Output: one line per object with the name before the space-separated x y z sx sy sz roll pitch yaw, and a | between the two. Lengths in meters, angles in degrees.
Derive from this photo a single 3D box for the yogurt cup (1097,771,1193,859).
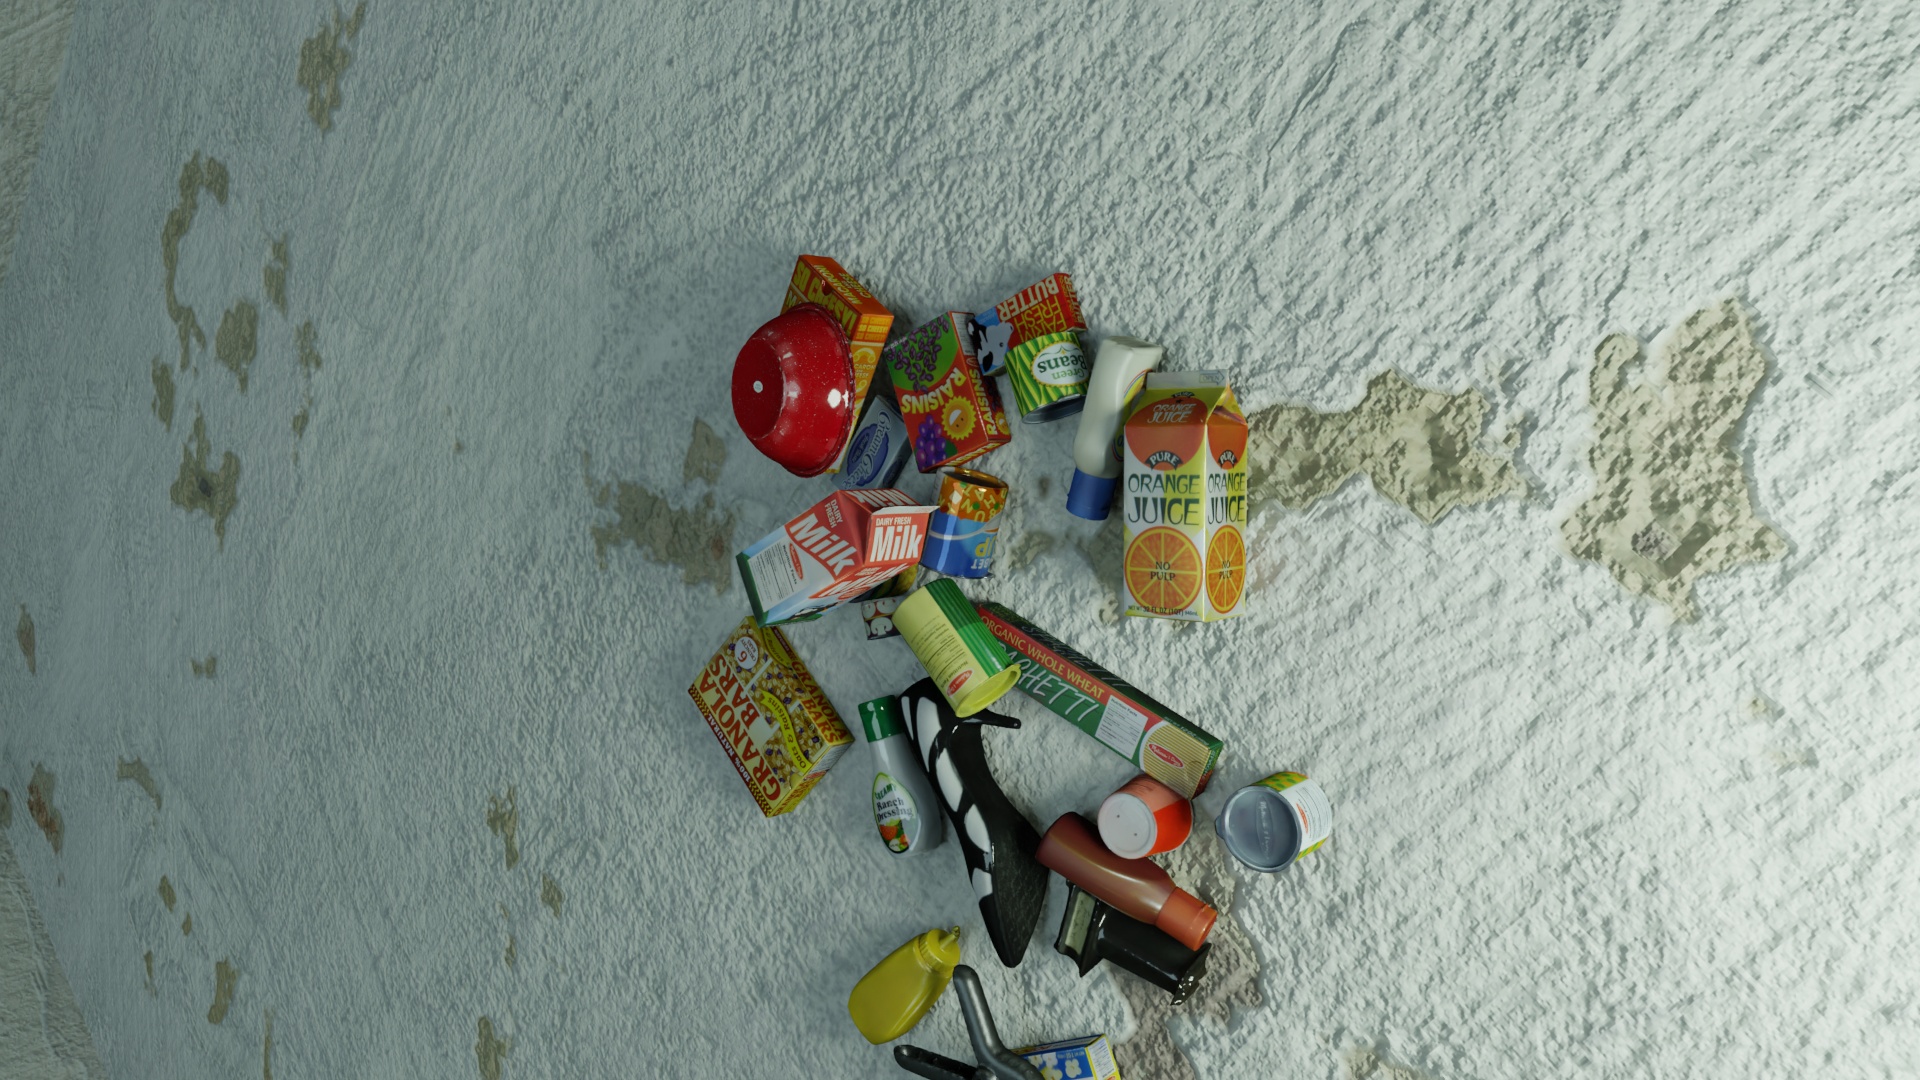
yogurt cup | 0.148 0.226 1.131 0.072 0.054 0.072 3 95 36

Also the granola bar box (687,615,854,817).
granola bar box | -0.194 0.175 1.395 0.123 0.039 0.166 -50 65 29

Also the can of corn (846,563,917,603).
can of corn | -0.081 0.021 1.286 0.071 0.058 0.071 3 95 37

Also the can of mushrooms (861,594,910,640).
can of mushrooms | -0.058 0.070 1.268 0.071 0.071 0.033 -16 84 37

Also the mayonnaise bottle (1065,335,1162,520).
mayonnaise bottle | 0.121 -0.090 1.127 0.041 0.065 0.147 24 112 29

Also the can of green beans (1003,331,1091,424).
can of green beans | 0.075 -0.135 1.153 0.071 0.071 0.058 -22 80 36

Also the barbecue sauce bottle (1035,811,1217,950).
barbecue sauce bottle | 0.138 0.280 1.141 0.149 0.065 0.043 29 110 23

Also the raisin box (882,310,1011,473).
raisin box | -0.013 -0.131 1.237 0.086 0.040 0.123 -23 78 36

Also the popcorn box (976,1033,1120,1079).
popcorn box | 0.082 0.485 1.209 0.126 0.038 0.085 -25 78 36

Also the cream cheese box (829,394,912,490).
cream cheese box | -0.079 -0.080 1.299 0.053 0.024 0.103 44 118 26

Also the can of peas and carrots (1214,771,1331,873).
can of peas and carrots | 0.239 0.214 1.059 0.071 0.059 0.071 3 95 38

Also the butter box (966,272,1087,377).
butter box | 0.056 -0.184 1.190 0.103 0.024 0.053 -24 79 36

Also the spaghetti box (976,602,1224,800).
spaghetti box | 0.106 0.130 1.172 0.250 0.029 0.050 31 112 31

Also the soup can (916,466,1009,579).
soup can | 0.004 -0.015 1.217 0.071 0.071 0.083 24 107 33

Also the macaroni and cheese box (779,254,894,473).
macaroni and cheese box | -0.133 -0.165 1.298 0.124 0.040 0.165 47 126 39

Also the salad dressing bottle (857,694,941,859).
salad dressing bottle | -0.060 0.219 1.294 0.064 0.044 0.148 -22 80 37

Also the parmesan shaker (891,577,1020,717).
parmesan shaker | -0.002 0.089 1.190 0.071 0.071 0.103 -49 65 29

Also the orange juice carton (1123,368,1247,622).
orange juice carton | 0.175 -0.036 1.080 0.072 0.073 0.192 3 95 37

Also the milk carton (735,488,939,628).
milk carton | -0.105 0.008 1.218 0.190 0.072 0.073 -30 74 38

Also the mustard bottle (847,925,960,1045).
mustard bottle | -0.042 0.405 1.291 0.159 0.049 0.065 -50 66 28
